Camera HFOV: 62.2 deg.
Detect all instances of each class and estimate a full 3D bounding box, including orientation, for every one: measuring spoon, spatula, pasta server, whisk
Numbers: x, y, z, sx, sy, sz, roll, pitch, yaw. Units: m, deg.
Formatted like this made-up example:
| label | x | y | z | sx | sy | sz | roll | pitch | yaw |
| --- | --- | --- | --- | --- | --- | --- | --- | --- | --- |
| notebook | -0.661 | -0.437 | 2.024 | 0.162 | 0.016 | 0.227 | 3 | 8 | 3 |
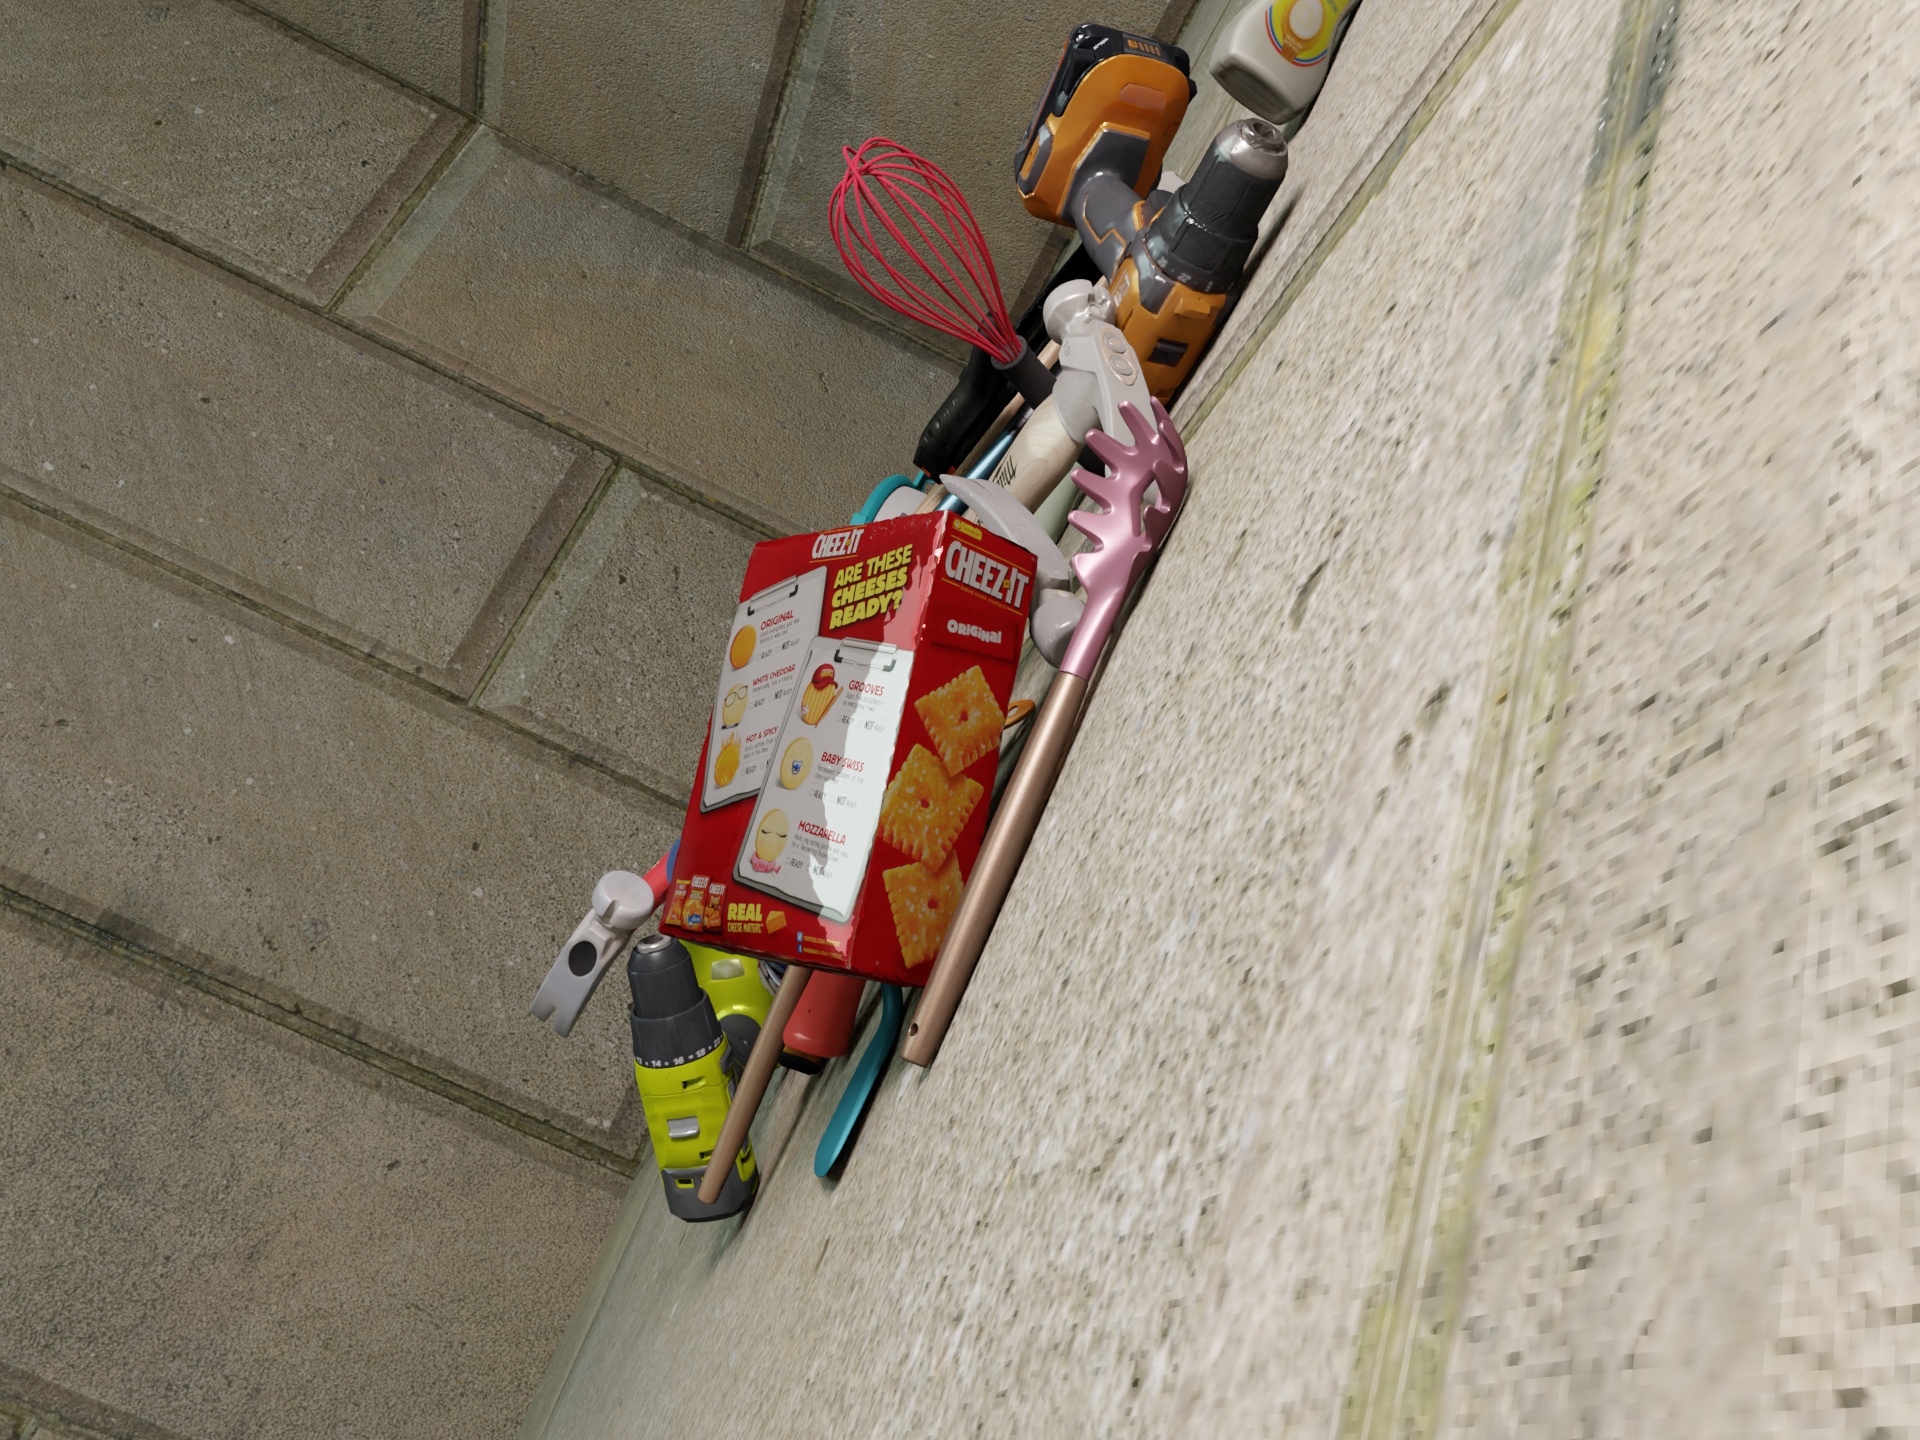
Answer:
| label | x | y | z | sx | sy | sz | roll | pitch | yaw |
| --- | --- | --- | --- | --- | --- | --- | --- | --- | --- |
| measuring spoon | -0.004 | 0.006 | 0.905 | 0.117 | 0.011 | 0.021 | -20 | 36 | 38 |
| spatula | -0.053 | 0.075 | 0.839 | 0.082 | 0.044 | 0.318 | 126 | 144 | -74 |
| pasta server | 0.035 | 0.002 | 0.713 | 0.060 | 0.040 | 0.316 | 7 | 71 | 56 |
| spatula | -0.096 | 0.150 | 0.982 | 0.316 | 0.018 | 0.059 | -68 | -18 | -1 |
| whisk | 0.018 | -0.219 | 0.901 | 0.073 | 0.295 | 0.073 | -16 | 58 | 27 |
| whisk | 0.087 | -0.199 | 1.071 | 0.059 | 0.057 | 0.246 | -111 | 35 | -42 |

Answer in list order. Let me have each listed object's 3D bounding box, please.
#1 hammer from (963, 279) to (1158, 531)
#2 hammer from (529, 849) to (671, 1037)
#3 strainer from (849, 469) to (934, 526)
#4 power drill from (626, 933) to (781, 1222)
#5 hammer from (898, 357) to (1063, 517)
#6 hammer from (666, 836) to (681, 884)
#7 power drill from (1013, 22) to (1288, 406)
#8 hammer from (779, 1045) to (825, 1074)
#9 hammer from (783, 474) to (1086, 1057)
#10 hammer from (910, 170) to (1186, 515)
| label | x | y | z | sx | sy | sz | roll | pitch | yaw |
| --- | --- | --- | --- | --- | --- | --- | --- | --- | --- |
| hammer | -0.015 | -0.062 | 0.945 | 0.410 | 0.038 | 0.146 | -50 | 40 | 43 |
| hammer | -0.184 | 0.085 | 1.189 | 0.143 | 0.038 | 0.386 | -55 | -3 | 32 |
| strainer | -0.046 | -0.050 | 1.455 | 0.211 | 0.095 | 0.340 | -49 | -30 | -62 |
| power drill | -0.175 | 0.212 | 1.120 | 0.228 | 0.080 | 0.190 | -77 | -24 | -76 |
| hammer | 0.045 | -0.206 | 1.111 | 0.331 | 0.033 | 0.128 | -49 | 0 | -1 |
| hammer | -0.110 | 0.063 | 1.189 | 0.144 | 0.035 | 0.405 | -61 | -11 | 14 |
| power drill | 0.107 | -0.304 | 0.905 | 0.185 | 0.084 | 0.226 | 121 | 147 | -47 |
| hammer | -0.056 | 0.069 | 1.063 | 0.127 | 0.034 | 0.337 | 77 | -150 | -69 |
| hammer | -0.031 | 0.047 | 0.885 | 0.149 | 0.036 | 0.359 | 58 | 134 | 44 |
| hammer | 0.063 | -0.264 | 1.184 | 0.331 | 0.031 | 0.130 | -52 | -7 | 11 |
